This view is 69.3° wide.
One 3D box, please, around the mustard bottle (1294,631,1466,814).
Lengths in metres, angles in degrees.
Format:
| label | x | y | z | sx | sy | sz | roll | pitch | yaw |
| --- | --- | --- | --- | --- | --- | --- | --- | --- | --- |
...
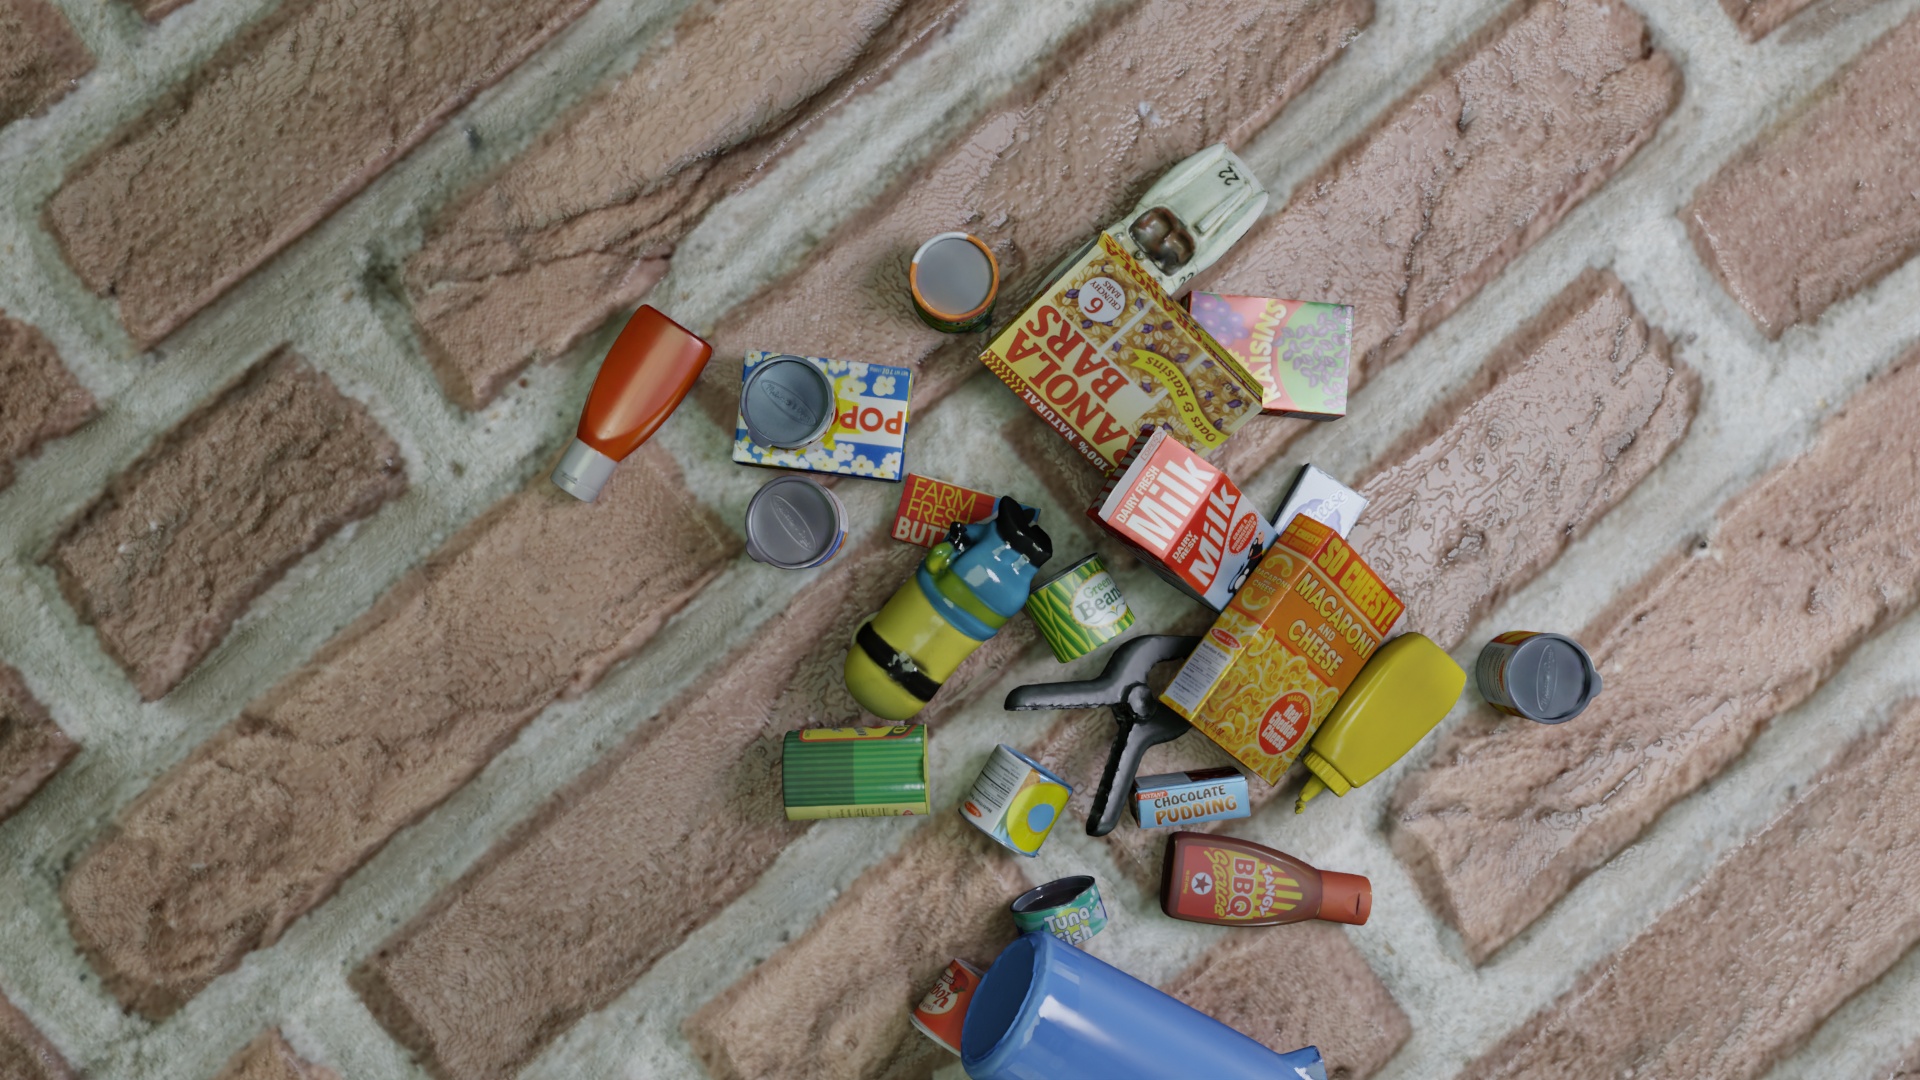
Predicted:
| label | x | y | z | sx | sy | sz | roll | pitch | yaw |
| --- | --- | --- | --- | --- | --- | --- | --- | --- | --- |
| mustard bottle | 0.299 | 0.140 | 1.027 | 0.065 | 0.049 | 0.160 | 44 | 89 | -2 |

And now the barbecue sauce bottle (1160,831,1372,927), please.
| label | x | y | z | sx | sy | sz | roll | pitch | yaw |
| --- | --- | --- | --- | --- | --- | --- | --- | --- | --- |
| barbecue sauce bottle | 0.225 | 0.256 | 1.026 | 0.149 | 0.043 | 0.065 | 8 | 87 | -1 |

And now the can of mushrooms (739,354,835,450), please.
| label | x | y | z | sx | sy | sz | roll | pitch | yaw |
| --- | --- | --- | --- | --- | --- | --- | --- | --- | --- |
| can of mushrooms | -0.125 | -0.096 | 0.998 | 0.071 | 0.033 | 0.071 | 0 | 88 | -1 |

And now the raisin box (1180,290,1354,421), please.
| label | x | y | z | sx | sy | sz | roll | pitch | yaw |
| --- | --- | --- | --- | --- | --- | --- | --- | --- | --- |
| raisin box | 0.226 | -0.138 | 1.040 | 0.123 | 0.040 | 0.086 | 5 | 89 | -2 |

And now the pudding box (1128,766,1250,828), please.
| label | x | y | z | sx | sy | sz | roll | pitch | yaw |
| --- | --- | --- | --- | --- | --- | --- | --- | --- | --- |
| pudding box | 0.168 | 0.189 | 1.024 | 0.084 | 0.049 | 0.030 | -7 | 90 | -1 |

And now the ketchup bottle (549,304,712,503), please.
| label | x | y | z | sx | sy | sz | roll | pitch | yaw |
| --- | --- | --- | --- | --- | --- | --- | --- | --- | --- |
| ketchup bottle | -0.249 | -0.099 | 1.031 | 0.065 | 0.043 | 0.149 | 33 | 89 | 1 |

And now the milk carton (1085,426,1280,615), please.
| label | x | y | z | sx | sy | sz | roll | pitch | yaw |
| --- | --- | --- | --- | --- | --- | --- | --- | --- | --- |
| milk carton | 0.153 | -0.013 | 0.957 | 0.073 | 0.190 | 0.072 | 34 | 90 | 36 |

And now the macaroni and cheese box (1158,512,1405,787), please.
| label | x | y | z | sx | sy | sz | roll | pitch | yaw |
| --- | --- | --- | --- | --- | --- | --- | --- | --- | --- |
| macaroni and cheese box | 0.233 | 0.080 | 1.001 | 0.123 | 0.040 | 0.166 | 39 | 87 | -39 |

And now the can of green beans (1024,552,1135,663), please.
| label | x | y | z | sx | sy | sz | roll | pitch | yaw |
| --- | --- | --- | --- | --- | --- | --- | --- | --- | --- |
| can of green beans | 0.086 | 0.050 | 1.019 | 0.071 | 0.071 | 0.058 | -31 | 89 | -1 |

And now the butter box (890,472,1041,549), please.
| label | x | y | z | sx | sy | sz | roll | pitch | yaw |
| --- | --- | --- | --- | --- | --- | --- | --- | --- | --- |
| butter box | 0.004 | -0.013 | 1.041 | 0.103 | 0.024 | 0.053 | 15 | 88 | 0 |

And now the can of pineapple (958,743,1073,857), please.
| label | x | y | z | sx | sy | sz | roll | pitch | yaw |
| --- | --- | --- | --- | --- | --- | --- | --- | --- | --- |
| can of pineapple | 0.042 | 0.190 | 1.016 | 0.071 | 0.071 | 0.058 | 31 | 89 | 0 |

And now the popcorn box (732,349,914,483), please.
| label | x | y | z | sx | sy | sz | roll | pitch | yaw |
| --- | --- | --- | --- | --- | --- | --- | --- | --- | --- |
| popcorn box | -0.102 | -0.092 | 1.035 | 0.127 | 0.038 | 0.085 | 7 | 89 | 0 |

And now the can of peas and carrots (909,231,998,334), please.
| label | x | y | z | sx | sy | sz | roll | pitch | yaw |
| --- | --- | --- | --- | --- | --- | --- | --- | --- | --- |
| can of peas and carrots | -0.003 | -0.188 | 1.029 | 0.071 | 0.058 | 0.071 | 0 | 89 | 0 |

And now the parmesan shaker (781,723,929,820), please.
| label | x | y | z | sx | sy | sz | roll | pitch | yaw |
| --- | --- | --- | --- | --- | --- | --- | --- | --- | --- |
| parmesan shaker | -0.075 | 0.168 | 1.011 | 0.103 | 0.071 | 0.071 | -2 | 89 | 0 |

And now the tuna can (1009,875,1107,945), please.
| label | x | y | z | sx | sy | sz | roll | pitch | yaw |
| --- | --- | --- | --- | --- | --- | --- | --- | --- | --- |
| tuna can | 0.073 | 0.272 | 1.010 | 0.071 | 0.071 | 0.033 | -19 | 90 | -1 |

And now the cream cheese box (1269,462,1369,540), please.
| label | x | y | z | sx | sy | sz | roll | pitch | yaw |
| --- | --- | --- | --- | --- | --- | --- | --- | --- | --- |
| cream cheese box | 0.257 | -0.001 | 1.043 | 0.053 | 0.024 | 0.104 | 31 | 88 | 1 |

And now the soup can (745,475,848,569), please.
| label | x | y | z | sx | sy | sz | roll | pitch | yaw |
| --- | --- | --- | --- | --- | --- | --- | --- | --- | --- |
| soup can | -0.119 | -0.010 | 1.010 | 0.071 | 0.084 | 0.071 | 0 | 89 | 0 |

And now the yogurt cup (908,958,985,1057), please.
| label | x | y | z | sx | sy | sz | roll | pitch | yaw |
| --- | --- | --- | --- | --- | --- | --- | --- | --- | --- |
| yogurt cup | 0.005 | 0.342 | 1.012 | 0.072 | 0.072 | 0.054 | 32 | 81 | 0 |

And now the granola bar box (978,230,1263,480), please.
| label | x | y | z | sx | sy | sz | roll | pitch | yaw |
| --- | --- | --- | --- | --- | --- | --- | --- | --- | --- |
| granola bar box | 0.115 | -0.120 | 0.996 | 0.165 | 0.039 | 0.123 | 42 | 119 | -11 |

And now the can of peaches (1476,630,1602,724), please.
| label | x | y | z | sx | sy | sz | roll | pitch | yaw |
| --- | --- | --- | --- | --- | --- | --- | --- | --- | --- |
| can of peaches | 0.426 | 0.100 | 1.025 | 0.071 | 0.058 | 0.071 | 0 | 88 | -1 |
